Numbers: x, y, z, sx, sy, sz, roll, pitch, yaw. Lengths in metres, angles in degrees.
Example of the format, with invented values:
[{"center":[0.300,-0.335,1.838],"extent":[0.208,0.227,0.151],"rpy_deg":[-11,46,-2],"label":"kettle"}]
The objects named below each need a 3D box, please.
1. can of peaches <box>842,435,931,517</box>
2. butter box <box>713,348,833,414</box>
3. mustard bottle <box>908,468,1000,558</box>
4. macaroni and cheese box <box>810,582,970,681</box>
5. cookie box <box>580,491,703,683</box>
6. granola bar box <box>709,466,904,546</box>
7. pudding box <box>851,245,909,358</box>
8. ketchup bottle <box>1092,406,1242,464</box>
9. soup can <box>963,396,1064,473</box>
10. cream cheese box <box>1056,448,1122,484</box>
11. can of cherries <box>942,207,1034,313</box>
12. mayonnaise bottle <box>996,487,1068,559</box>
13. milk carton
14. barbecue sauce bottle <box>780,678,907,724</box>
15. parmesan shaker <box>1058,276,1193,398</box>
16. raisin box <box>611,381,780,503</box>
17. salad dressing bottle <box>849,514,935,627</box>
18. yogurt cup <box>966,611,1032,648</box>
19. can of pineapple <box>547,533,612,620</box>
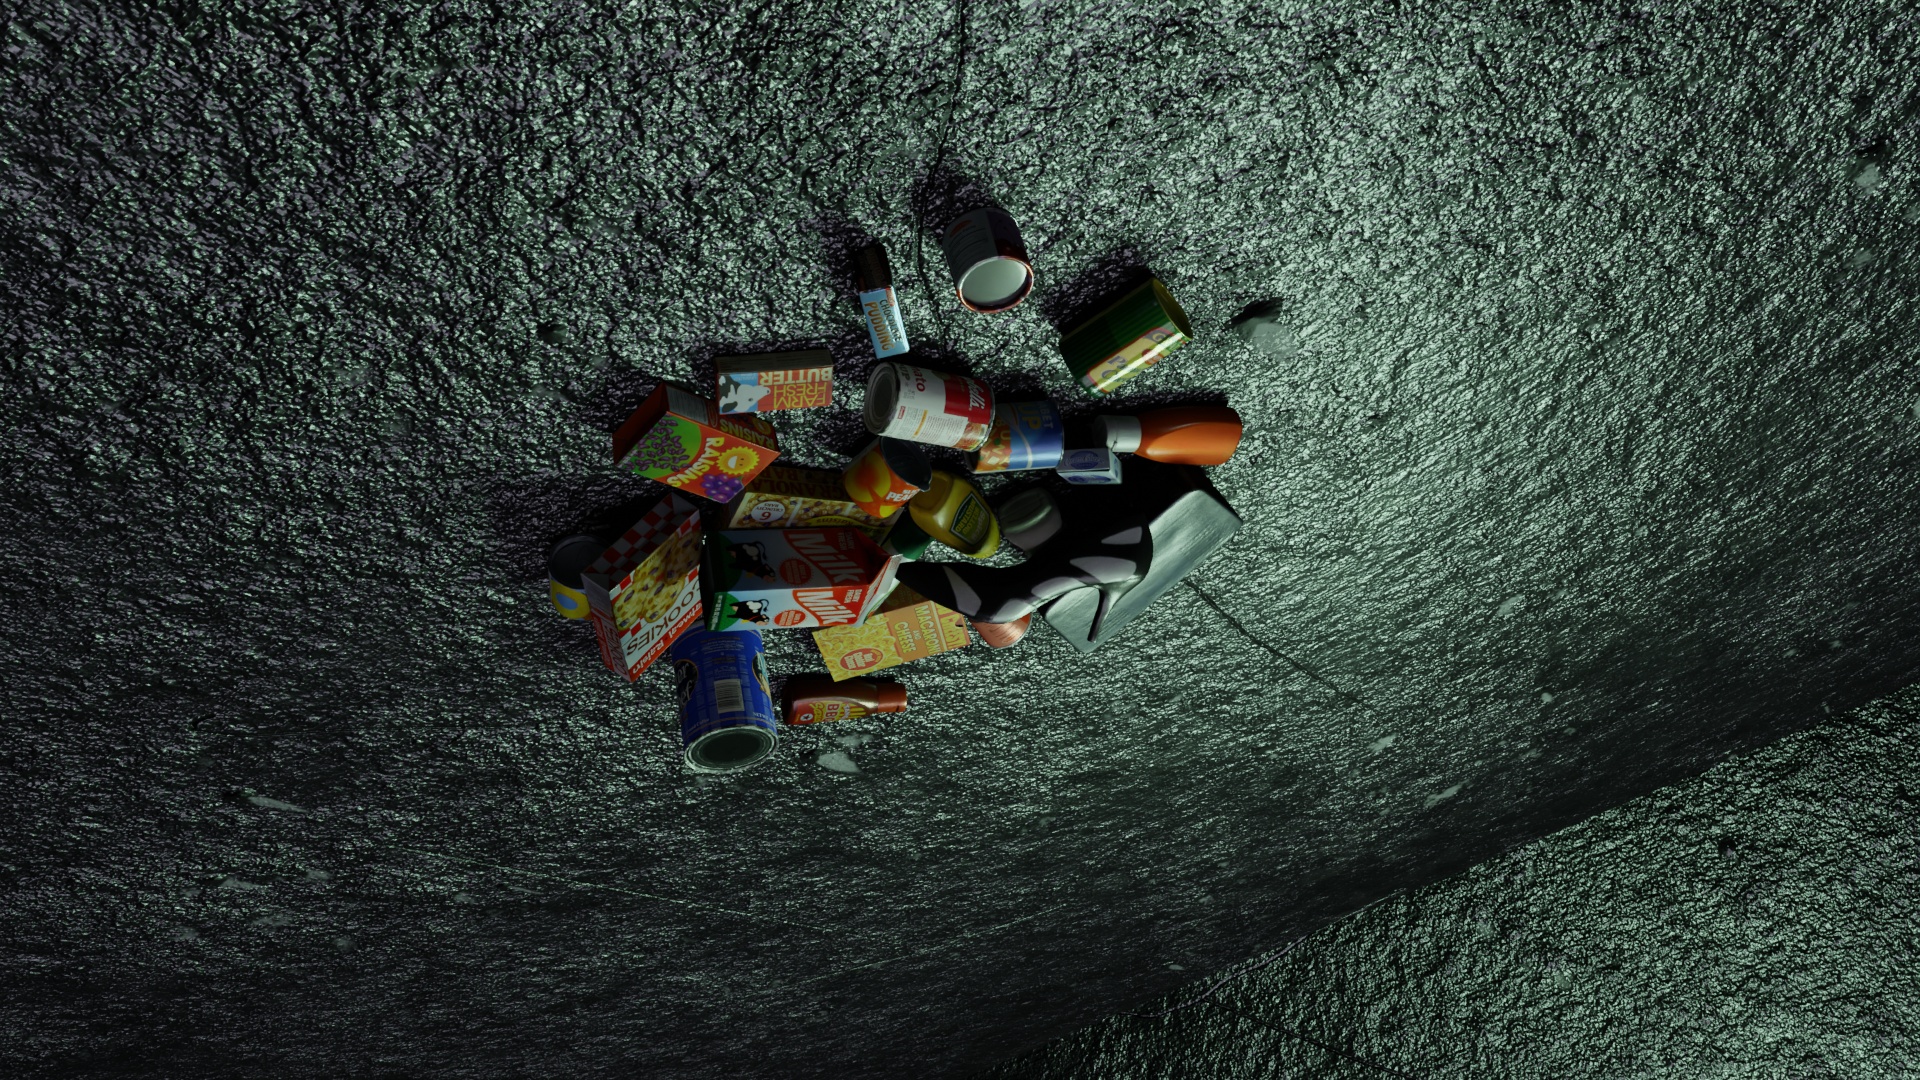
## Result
[{"center":[-0.070,-0.062,1.331],"extent":[0.071,0.071,0.058],"rpy_deg":[21,133,-41],"label":"can of peaches"},{"center":[-0.164,-0.140,1.223],"extent":[0.104,0.024,0.052],"rpy_deg":[-6,144,-14],"label":"butter box"},{"center":[0.005,-0.018,1.431],"extent":[0.065,0.049,0.160],"rpy_deg":[-61,145,-8],"label":"mustard bottle"},{"center":[-0.079,0.098,1.582],"extent":[0.166,0.040,0.123],"rpy_deg":[-15,147,-1],"label":"macaroni and cheese box"},{"center":[-0.305,0.048,1.362],"extent":[0.123,0.040,0.166],"rpy_deg":[-48,160,-31],"label":"cookie box"},{"center":[-0.157,-0.018,1.386],"extent":[0.166,0.039,0.123],"rpy_deg":[5,142,-28],"label":"granola bar box"},{"center":[-0.066,-0.197,1.157],"extent":[0.030,0.050,0.083],"rpy_deg":[-14,146,0],"label":"pudding box"},{"center":[0.207,-0.106,1.401],"extent":[0.149,0.044,0.064],"rpy_deg":[0,137,-21],"label":"ketchup bottle"},{"center":[0.050,-0.102,1.327],"extent":[0.084,0.071,0.071],"rpy_deg":[-5,144,-15],"label":"soup can"},{"center":[0.130,-0.073,1.387],"extent":[0.053,0.024,0.104],"rpy_deg":[-2,175,13],"label":"cream cheese box"},{"center":[0.025,-0.228,1.141],"extent":[0.071,0.058,0.071],"rpy_deg":[-10,145,-7],"label":"can of cherries"},{"center":[0.093,-0.002,1.508],"extent":[0.064,0.041,0.147],"rpy_deg":[-28,145,10],"label":"mayonnaise bottle"},{"center":[-0.155,0.037,1.362],"extent":[0.191,0.074,0.072],"rpy_deg":[-1,145,-20],"label":"milk carton"},{"center":[-0.141,0.194,1.692],"extent":[0.149,0.044,0.064],"rpy_deg":[-1,142,-21],"label":"barbecue sauce bottle"},{"center":[0.150,-0.181,1.253],"extent":[0.103,0.071,0.071],"rpy_deg":[-32,142,24],"label":"parmesan shaker"},{"center":[-0.239,-0.086,1.257],"extent":[0.123,0.040,0.085],"rpy_deg":[20,131,-42],"label":"raisin box"},{"center":[-0.080,0.031,1.473],"extent":[0.044,0.064,0.147],"rpy_deg":[39,119,-6],"label":"salad dressing bottle"},{"center":[0.041,0.082,1.587],"extent":[0.072,0.073,0.054],"rpy_deg":[-29,135,19],"label":"yogurt cup"},{"center":[-0.366,0.037,1.355],"extent":[0.071,0.071,0.057],"rpy_deg":[-4,145,-17],"label":"can of pineapple"}]
